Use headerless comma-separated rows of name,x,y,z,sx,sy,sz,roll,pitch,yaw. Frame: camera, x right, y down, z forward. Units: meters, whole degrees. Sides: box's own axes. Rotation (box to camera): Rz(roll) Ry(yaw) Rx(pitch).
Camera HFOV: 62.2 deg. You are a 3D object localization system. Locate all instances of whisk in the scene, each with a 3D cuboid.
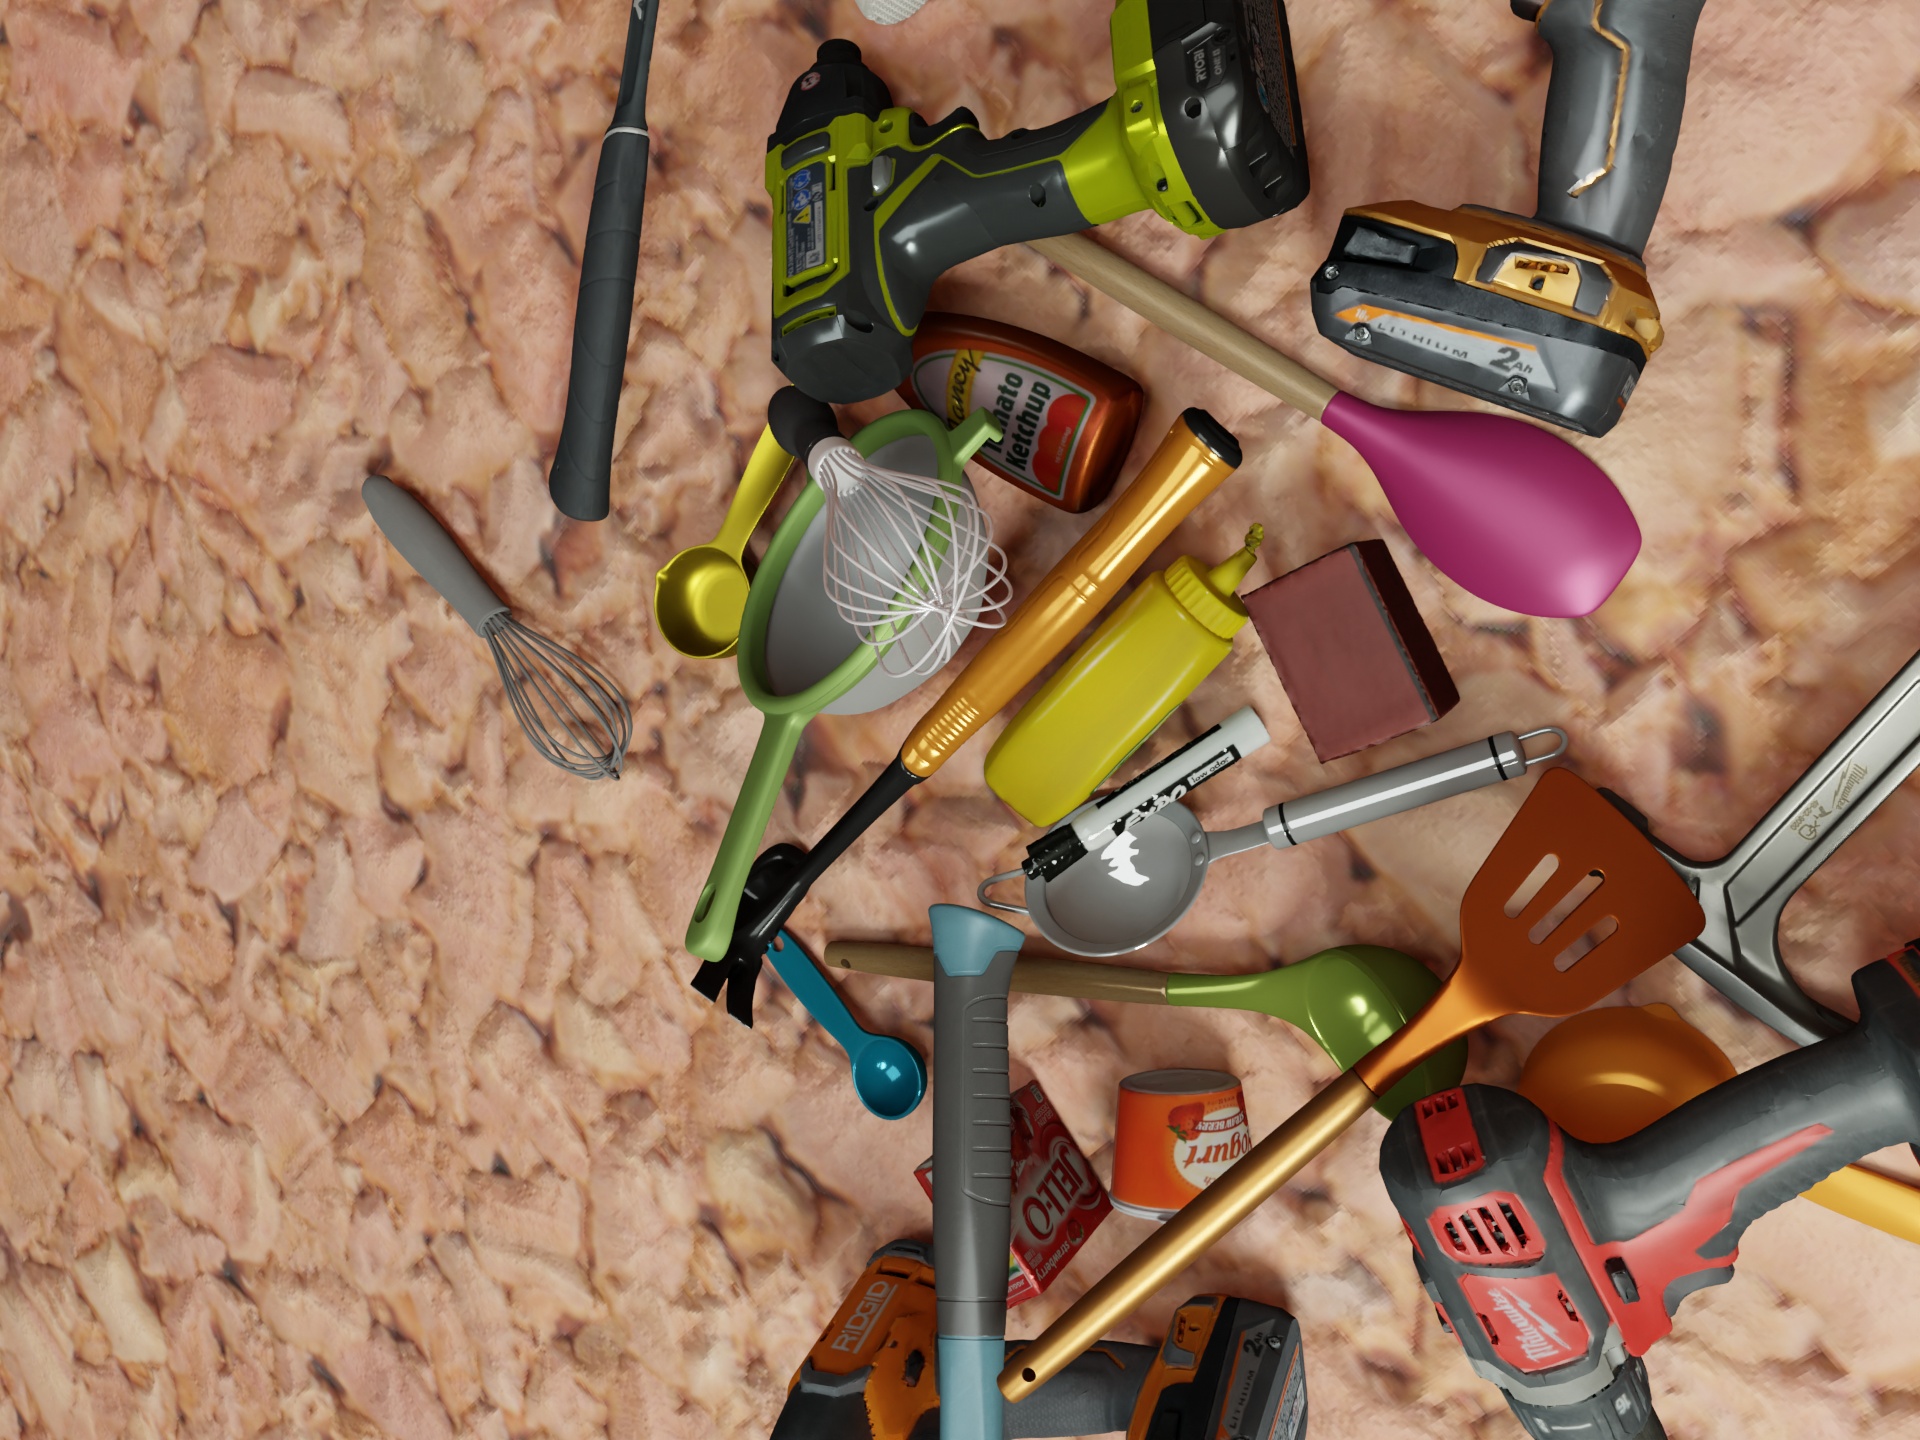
whisk,-0.042,-0.095,0.643,0.070,0.070,0.285,-69,25,19
whisk,-0.256,-0.054,0.862,0.239,0.055,0.055,46,115,18

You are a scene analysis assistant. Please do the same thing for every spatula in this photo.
spatula,0.135,0.151,0.602,0.322,0.041,0.081,-43,81,9

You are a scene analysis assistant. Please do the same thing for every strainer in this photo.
strainer,-0.048,-0.010,0.700,0.151,0.069,0.256,0,67,55
strainer,0.131,0.050,0.682,0.258,0.050,0.087,-20,45,23

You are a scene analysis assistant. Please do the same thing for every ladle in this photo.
ladle,0.066,0.126,0.720,0.320,0.062,0.078,1,118,30

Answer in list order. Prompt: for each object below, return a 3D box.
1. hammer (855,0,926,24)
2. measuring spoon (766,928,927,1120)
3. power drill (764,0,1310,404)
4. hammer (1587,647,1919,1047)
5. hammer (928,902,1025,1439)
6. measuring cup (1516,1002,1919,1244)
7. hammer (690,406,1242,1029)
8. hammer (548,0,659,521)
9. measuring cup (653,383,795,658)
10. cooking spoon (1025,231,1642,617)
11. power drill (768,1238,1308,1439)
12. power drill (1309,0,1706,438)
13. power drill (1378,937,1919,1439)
hammer,0.080,-0.471,0.627,0.410,0.038,0.146,-33,81,27
measuring spoon,-0.059,0.148,0.813,0.129,0.021,0.042,46,115,24
power drill,0.019,-0.242,0.654,0.223,0.080,0.171,-14,67,28
hammer,0.365,-0.040,0.525,0.149,0.036,0.359,40,121,17
hammer,0.006,0.239,0.655,0.128,0.033,0.331,-6,70,17
measuring cup,0.298,0.174,0.607,0.174,0.052,0.095,18,106,26
hammer,-0.001,-0.002,0.702,0.034,0.127,0.337,39,112,-10
hammer,-0.153,-0.294,0.754,0.149,0.036,0.408,38,122,49
measuring cup,-0.100,-0.102,0.791,0.062,0.029,0.156,31,99,21
cooking spoon,0.132,-0.143,0.662,0.319,0.017,0.068,36,112,17
power drill,0.026,0.317,0.709,0.226,0.164,0.084,0,112,25
power drill,0.203,-0.238,0.578,0.185,0.084,0.226,26,105,22
power drill,0.281,0.184,0.554,0.226,0.080,0.187,-25,108,15
